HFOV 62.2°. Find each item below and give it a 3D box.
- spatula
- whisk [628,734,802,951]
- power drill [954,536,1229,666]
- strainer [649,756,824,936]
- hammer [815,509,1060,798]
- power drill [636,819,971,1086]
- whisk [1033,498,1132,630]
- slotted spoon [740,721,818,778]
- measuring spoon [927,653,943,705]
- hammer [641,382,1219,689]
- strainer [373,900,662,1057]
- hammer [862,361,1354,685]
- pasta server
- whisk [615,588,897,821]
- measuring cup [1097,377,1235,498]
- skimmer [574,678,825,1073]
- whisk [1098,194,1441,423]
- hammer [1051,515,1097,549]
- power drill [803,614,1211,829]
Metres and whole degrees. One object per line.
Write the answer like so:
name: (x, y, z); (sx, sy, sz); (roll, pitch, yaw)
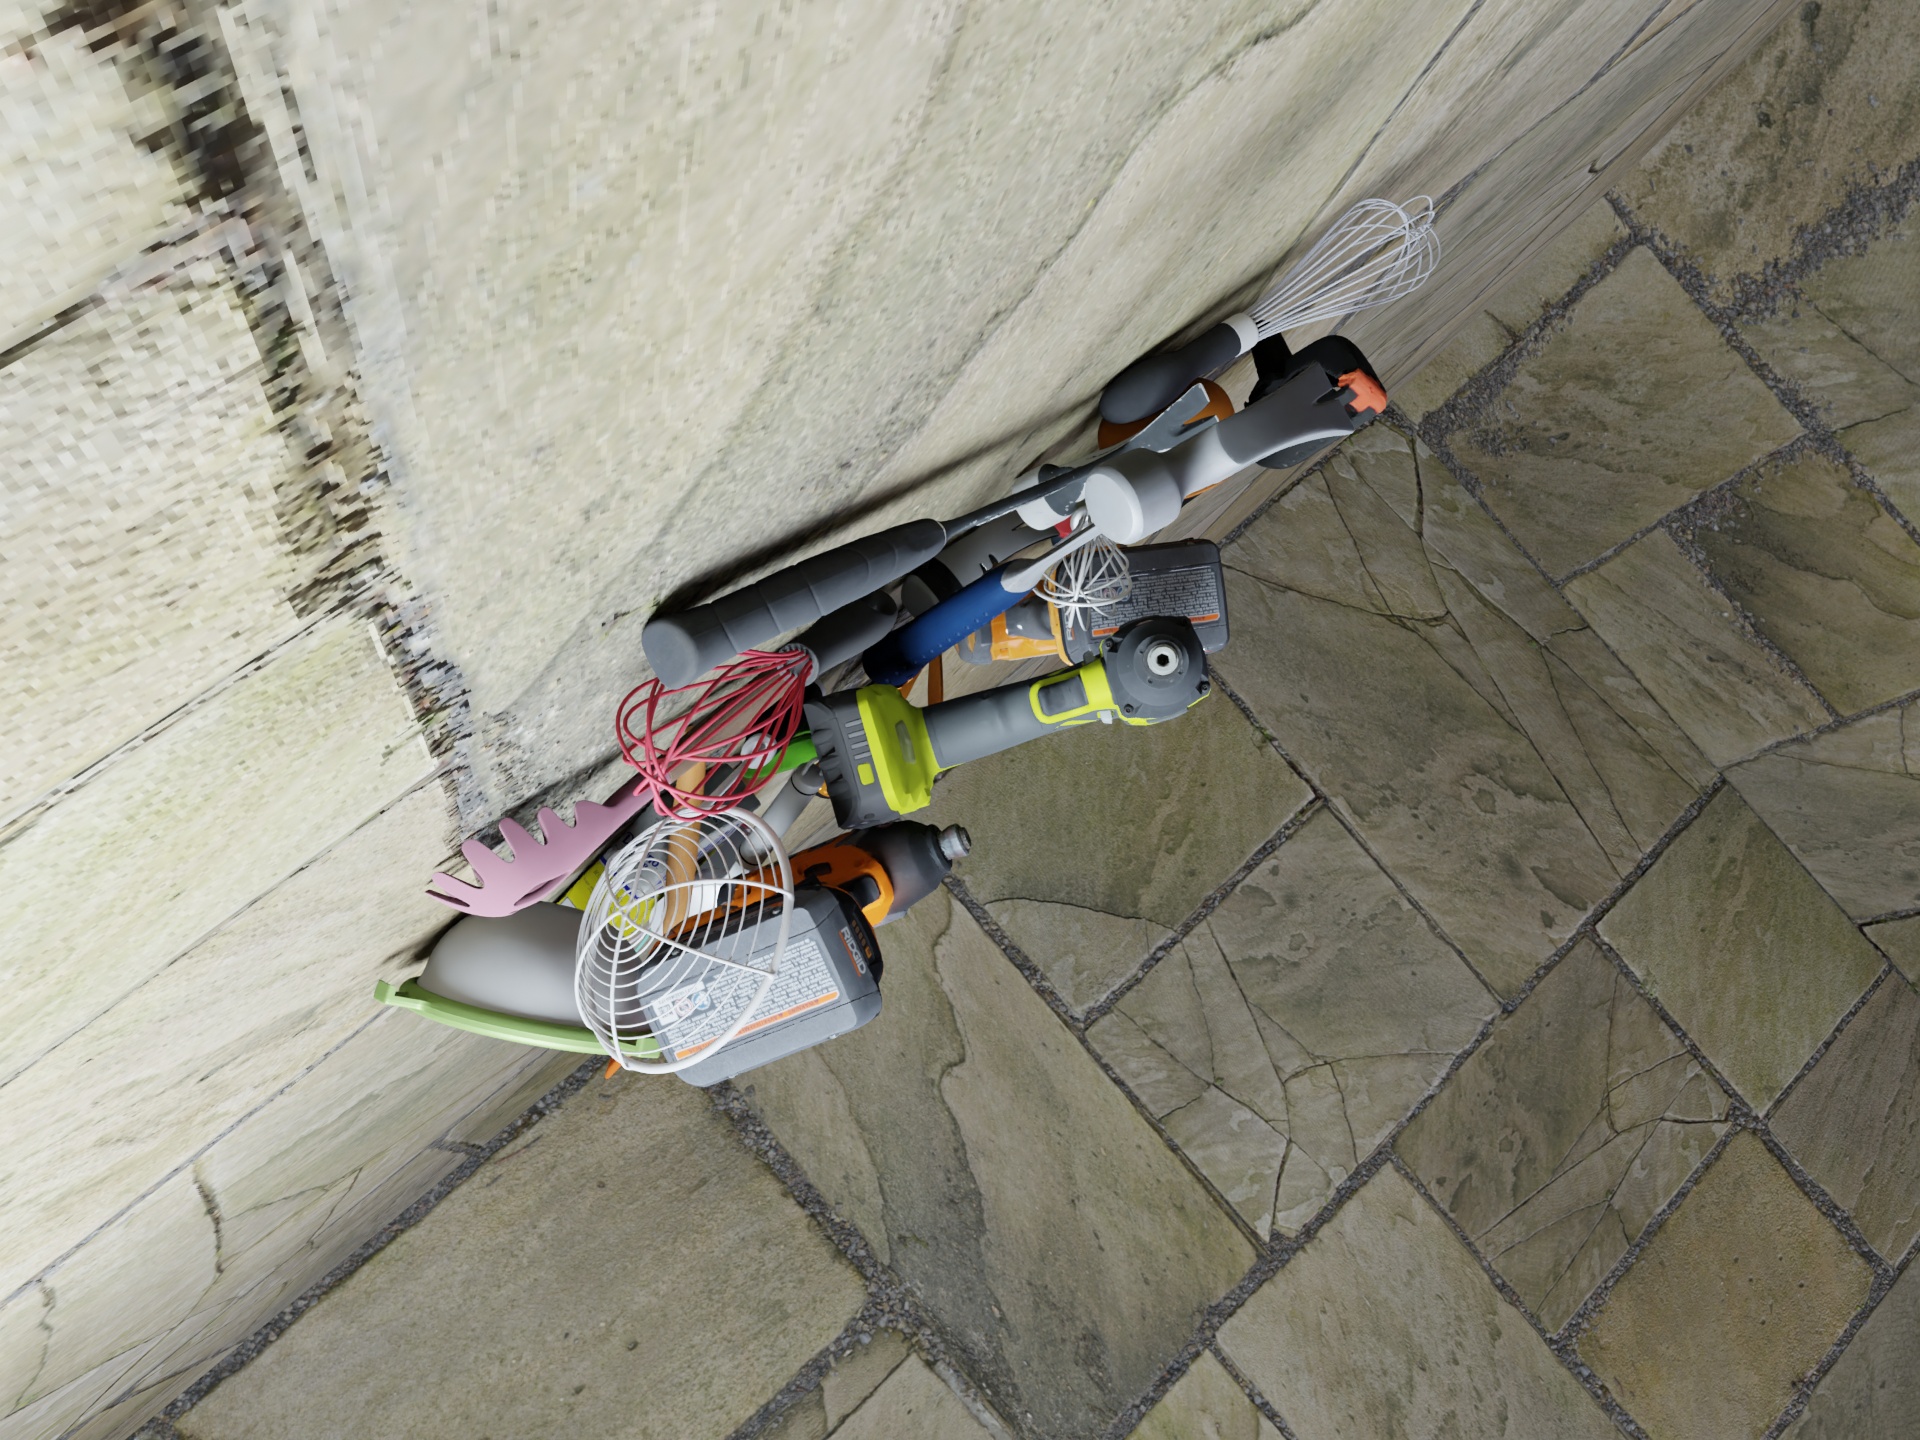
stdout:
spatula: (-0.187, 0.115, 1.000); (0.081, 0.041, 0.322); (-75, -179, -46)
whisk: (-0.201, 0.095, 1.170); (0.245, 0.051, 0.047); (-44, 170, 14)
power drill: (0.112, -0.082, 1.153); (0.185, 0.084, 0.226); (-9, -177, -20)
strainer: (-0.139, 0.090, 1.039); (0.086, 0.050, 0.258); (11, 142, -26)
hammer: (-0.041, -0.033, 1.143); (0.127, 0.034, 0.336); (-37, 171, -35)
power drill: (-0.080, 0.116, 0.913); (0.164, 0.084, 0.226); (-23, -174, 10)
whisk: (0.080, -0.121, 1.006); (0.246, 0.059, 0.057); (-76, 168, -63)
slotted spoon: (-0.002, -0.003, 1.089); (0.314, 0.031, 0.070); (-11, 165, 8)
measuring spoon: (-0.015, -0.038, 1.196); (0.021, 0.011, 0.117); (-53, -155, 37)
hammer: (-0.006, -0.093, 0.789); (0.149, 0.036, 0.409); (-23, -175, 39)
strainer: (-0.234, 0.141, 0.944); (0.256, 0.151, 0.069); (143, -40, -85)
hammer: (0.042, -0.079, 0.820); (0.144, 0.035, 0.405); (-29, -179, -26)
pasta server: (-0.145, 0.007, 0.843); (0.316, 0.040, 0.060); (-43, 178, -38)
whisk: (-0.088, -0.022, 0.789); (0.073, 0.073, 0.296); (-42, -178, 25)
measuring cup: (0.133, -0.200, 1.021); (0.095, 0.052, 0.174); (-14, -149, 16)
skimmer: (-0.108, 0.059, 0.855); (0.127, 0.090, 0.363); (-35, -171, 17)
whisk: (0.192, -0.249, 0.976); (0.284, 0.070, 0.070); (-34, 174, -22)
hammer: (0.087, -0.121, 1.325); (0.143, 0.038, 0.386); (-3, 172, 8)
power drill: (0.031, -0.006, 0.915); (0.223, 0.080, 0.171); (-17, 177, 3)
